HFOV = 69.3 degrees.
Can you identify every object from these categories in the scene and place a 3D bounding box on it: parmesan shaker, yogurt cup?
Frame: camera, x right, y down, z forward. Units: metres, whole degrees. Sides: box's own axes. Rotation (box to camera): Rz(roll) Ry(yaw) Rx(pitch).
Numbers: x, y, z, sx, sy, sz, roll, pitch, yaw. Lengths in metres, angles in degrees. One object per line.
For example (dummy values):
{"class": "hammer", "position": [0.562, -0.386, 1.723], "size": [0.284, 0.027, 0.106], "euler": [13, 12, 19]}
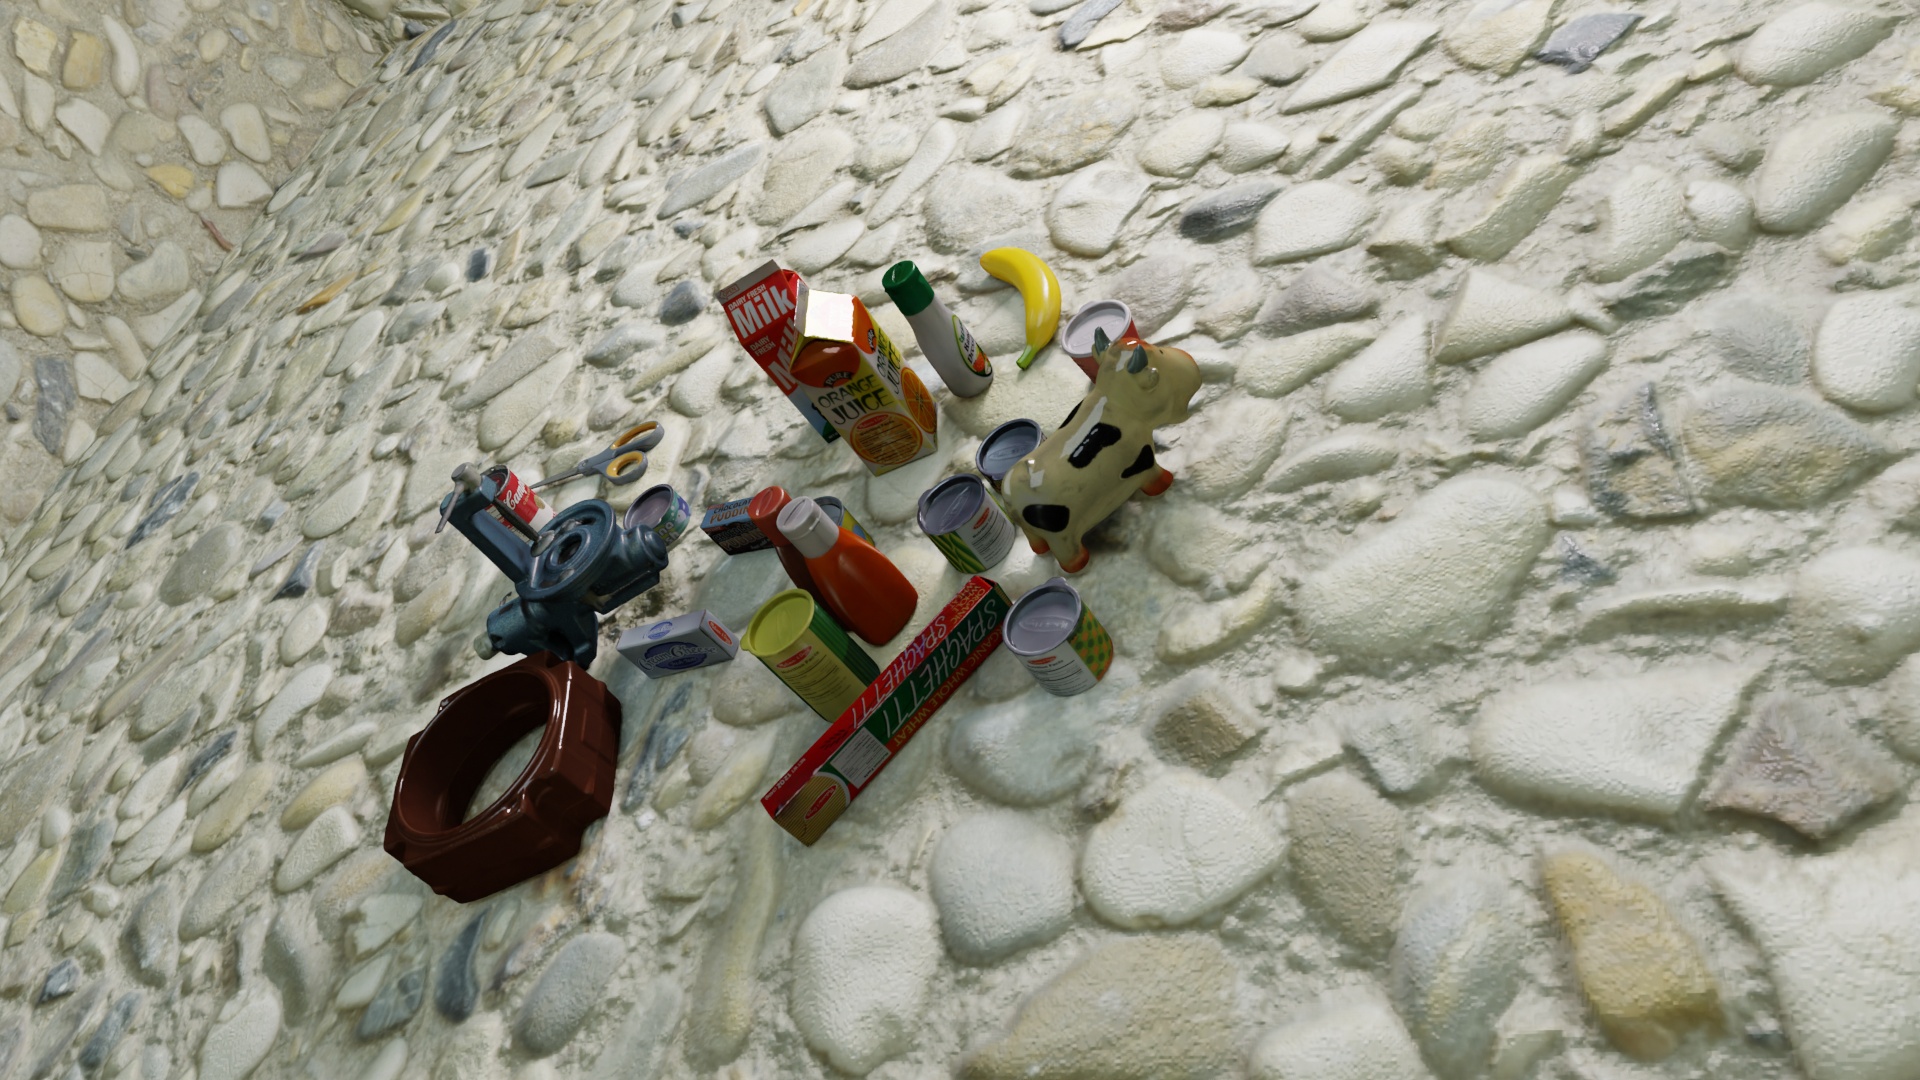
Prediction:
{"class": "parmesan shaker", "position": [-0.122, 0.097, 1.138], "size": [0.071, 0.102, 0.072], "euler": [-21, 42, 21]}
{"class": "yogurt cup", "position": [0.131, -0.173, 1.242], "size": [0.072, 0.053, 0.073], "euler": [-21, 42, 21]}

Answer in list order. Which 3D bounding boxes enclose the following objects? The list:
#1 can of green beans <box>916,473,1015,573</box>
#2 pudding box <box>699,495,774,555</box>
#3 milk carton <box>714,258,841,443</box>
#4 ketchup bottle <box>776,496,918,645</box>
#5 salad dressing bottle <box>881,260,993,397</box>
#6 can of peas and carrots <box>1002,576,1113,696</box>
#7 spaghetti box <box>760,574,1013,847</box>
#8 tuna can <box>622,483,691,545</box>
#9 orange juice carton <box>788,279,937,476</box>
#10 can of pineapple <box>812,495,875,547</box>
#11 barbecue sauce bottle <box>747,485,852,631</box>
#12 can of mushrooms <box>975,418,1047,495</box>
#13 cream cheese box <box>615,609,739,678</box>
{"class": "can of green beans", "position": [0.006, -0.014, 1.183], "size": [0.071, 0.057, 0.071], "euler": [-21, 42, 21]}
{"class": "pudding box", "position": [-0.205, -0.016, 1.354], "size": [0.083, 0.049, 0.030], "euler": [-10, 47, 31]}
{"class": "milk carton", "position": [-0.159, -0.194, 1.379], "size": [0.072, 0.190, 0.074], "euler": [-29, 40, 12]}
{"class": "ketchup bottle", "position": [-0.095, 0.023, 1.153], "size": [0.043, 0.148, 0.065], "euler": [16, 64, 46]}
{"class": "salad dressing bottle", "position": [-0.022, -0.199, 1.312], "size": [0.044, 0.147, 0.064], "euler": [-20, 43, 23]}
{"class": "can of peas and carrots", "position": [0.074, 0.073, 1.045], "size": [0.071, 0.058, 0.071], "euler": [-21, 42, 21]}
{"class": "spaghetti box", "position": [-0.051, 0.131, 1.092], "size": [0.250, 0.050, 0.029], "euler": [-46, 39, -9]}
{"class": "tuna can", "position": [-0.319, -0.023, 1.462], "size": [0.071, 0.032, 0.071], "euler": [-21, 42, 21]}
{"class": "orange juice carton", "position": [-0.099, -0.155, 1.292], "size": [0.073, 0.192, 0.072], "euler": [-22, 42, 21]}
{"class": "can of pineapple", "position": [-0.120, 0.004, 1.262], "size": [0.071, 0.057, 0.071], "euler": [-21, 42, 21]}
{"class": "barbecue sauce bottle", "position": [-0.125, 0.013, 1.186], "size": [0.043, 0.148, 0.065], "euler": [-3, 51, 36]}
{"class": "can of mushrooms", "position": [0.049, -0.071, 1.224], "size": [0.071, 0.033, 0.071], "euler": [-21, 42, 21]}
{"class": "cream cheese box", "position": [-0.262, 0.097, 1.286], "size": [0.103, 0.053, 0.024], "euler": [-15, 45, 27]}
